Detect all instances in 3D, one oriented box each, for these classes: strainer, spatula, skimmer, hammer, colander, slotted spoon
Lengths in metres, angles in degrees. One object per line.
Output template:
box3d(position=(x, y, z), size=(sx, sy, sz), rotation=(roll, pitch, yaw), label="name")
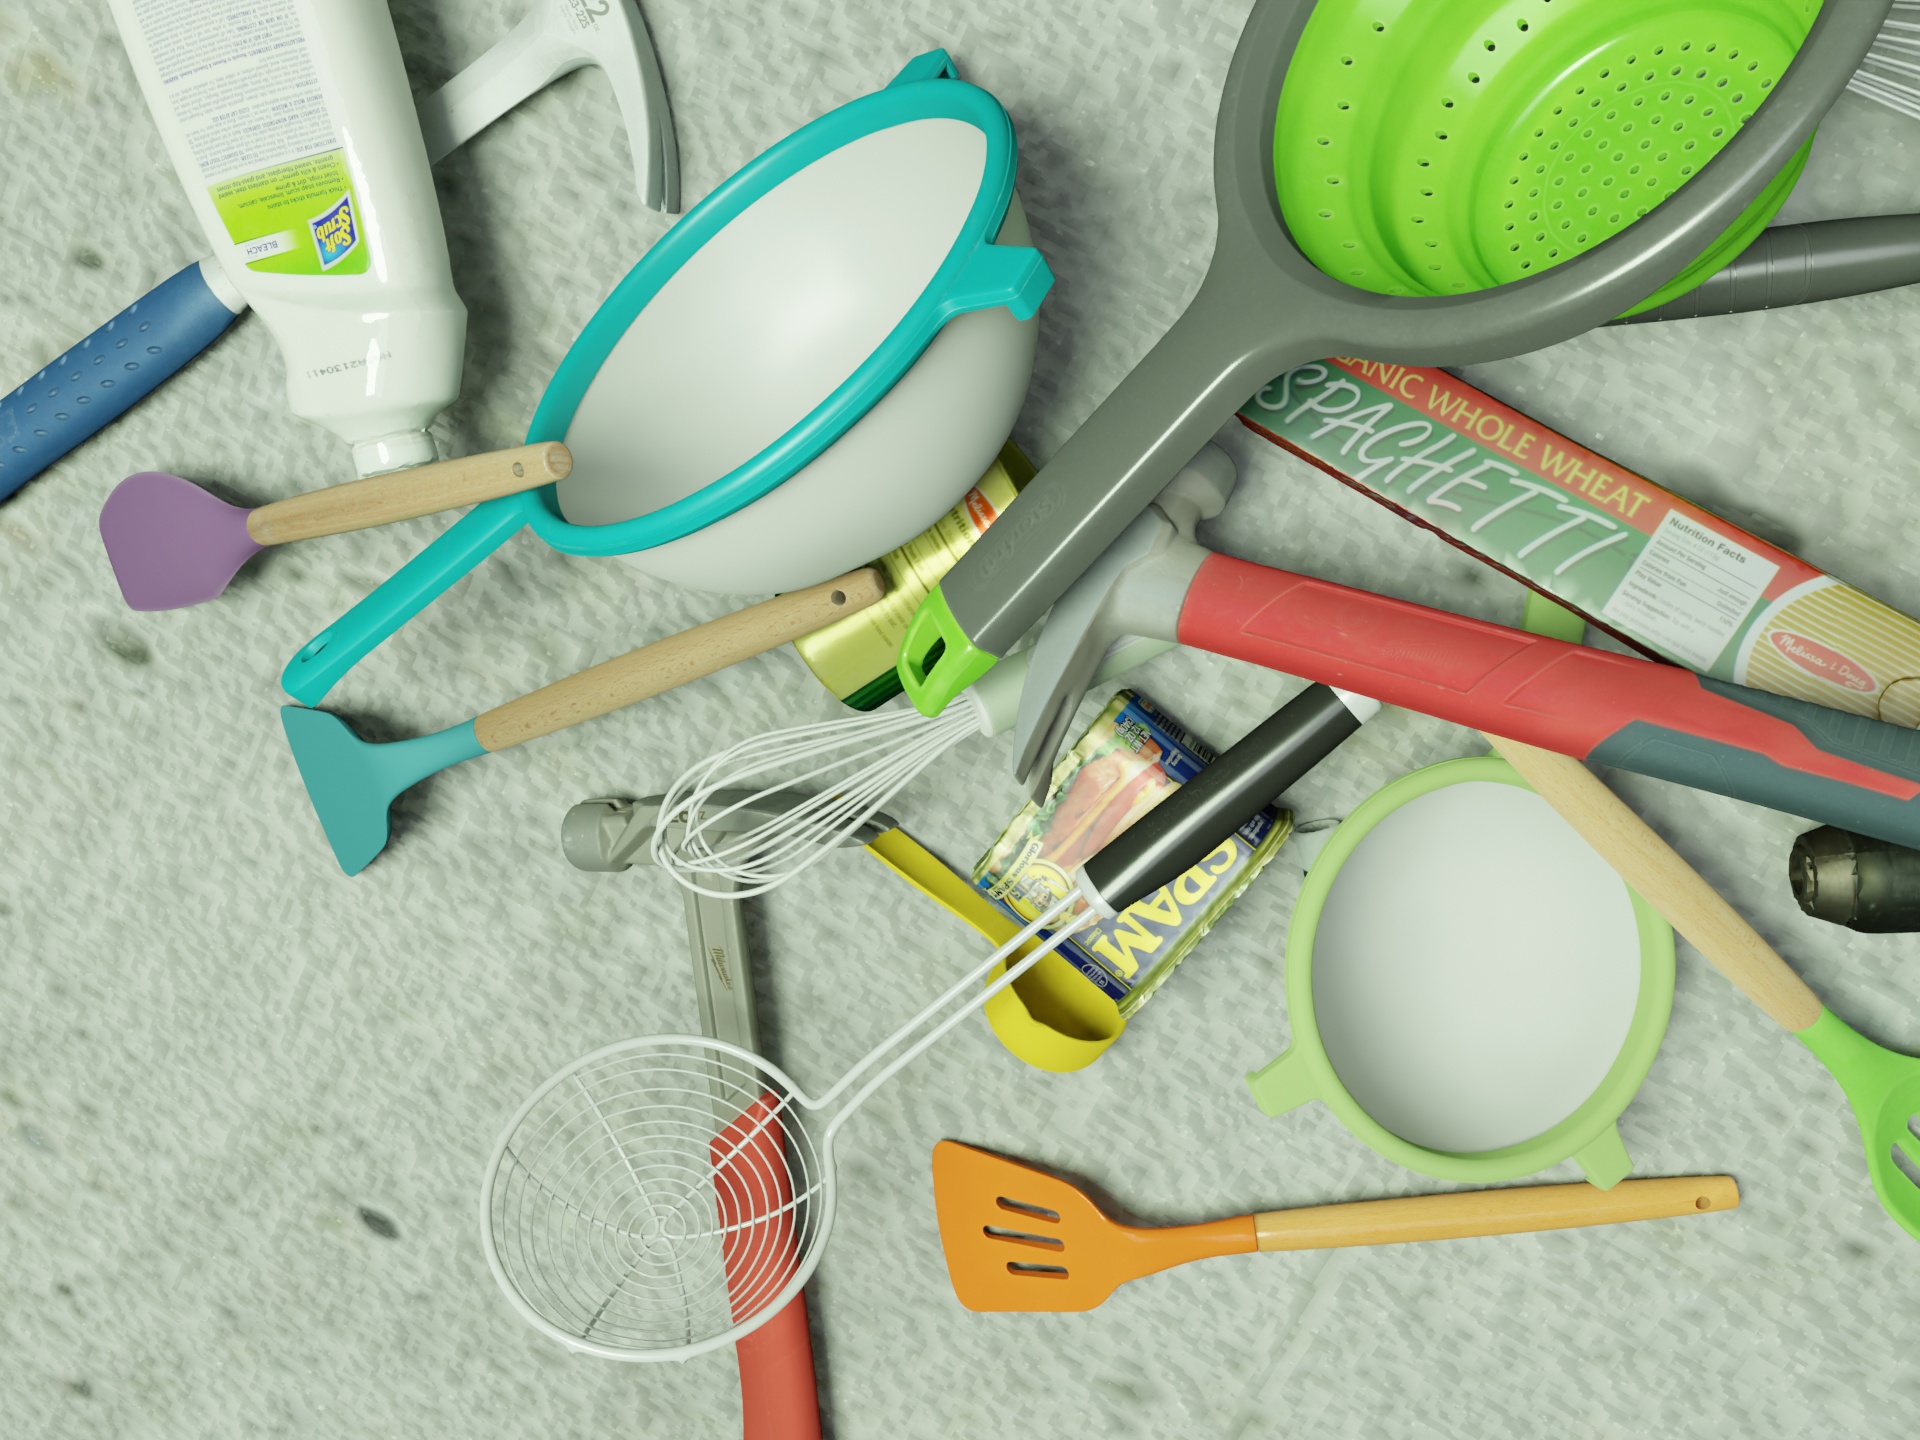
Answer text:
box3d(position=(-0.098, -0.083, 0.580), size=(0.340, 0.211, 0.095), rotation=(-34, 129, 17), label="strainer")
box3d(position=(0.146, 0.203, 0.654), size=(0.322, 0.041, 0.081), rotation=(-8, 100, 9), label="spatula")
box3d(position=(-0.010, 0.091, 0.563), size=(0.363, 0.090, 0.127), rotation=(-40, 55, 10), label="skimmer")
box3d(position=(0.191, 0.037, 0.593), size=(0.151, 0.069, 0.256), rotation=(14, 85, -12), label="strainer")
box3d(position=(-0.296, -0.180, 0.658), size=(0.405, 0.035, 0.144), rotation=(-29, 94, 15), label="hammer")
box3d(position=(-0.258, -0.081, 0.618), size=(0.316, 0.018, 0.059), rotation=(-2, 107, 37), label="spatula")
box3d(position=(0.133, -0.133, 0.507), size=(0.397, 0.094, 0.205), rotation=(-46, 47, 22), label="colander")
box3d(position=(-0.164, -0.007, 0.635), size=(0.317, 0.044, 0.082), rotation=(-18, 95, 24), label="spatula")
box3d(position=(0.311, -0.152, 0.509), size=(0.331, 0.128, 0.033), rotation=(-3, 100, 21), label="hammer")
box3d(position=(0.202, 0.012, 0.483), size=(0.386, 0.038, 0.143), rotation=(18, 74, 28), label="hammer")
box3d(position=(0.285, 0.087, 0.567), size=(0.313, 0.031, 0.070), rotation=(41, 90, -11), label="slotted spoon")
box3d(position=(-0.080, 0.205, 0.682), size=(0.149, 0.037, 0.359), rotation=(0, 103, 26), label="hammer")

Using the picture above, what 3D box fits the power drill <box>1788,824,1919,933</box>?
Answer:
box3d(position=(0.382, -0.028, 0.532), size=(0.188, 0.080, 0.226), rotation=(-4, 103, 13), label="power drill")

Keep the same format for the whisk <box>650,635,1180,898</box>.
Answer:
box3d(position=(-0.001, -0.002, 0.593), size=(0.246, 0.059, 0.058), rotation=(-26, 61, -8), label="whisk")

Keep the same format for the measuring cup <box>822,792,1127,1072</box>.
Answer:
box3d(position=(-0.002, 0.086, 0.651), size=(0.156, 0.062, 0.029), rotation=(38, 122, 14), label="measuring cup")

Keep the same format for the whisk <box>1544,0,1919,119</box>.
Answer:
box3d(position=(0.263, -0.236, 0.527), size=(0.284, 0.070, 0.070), rotation=(16, 104, 13), label="whisk")
